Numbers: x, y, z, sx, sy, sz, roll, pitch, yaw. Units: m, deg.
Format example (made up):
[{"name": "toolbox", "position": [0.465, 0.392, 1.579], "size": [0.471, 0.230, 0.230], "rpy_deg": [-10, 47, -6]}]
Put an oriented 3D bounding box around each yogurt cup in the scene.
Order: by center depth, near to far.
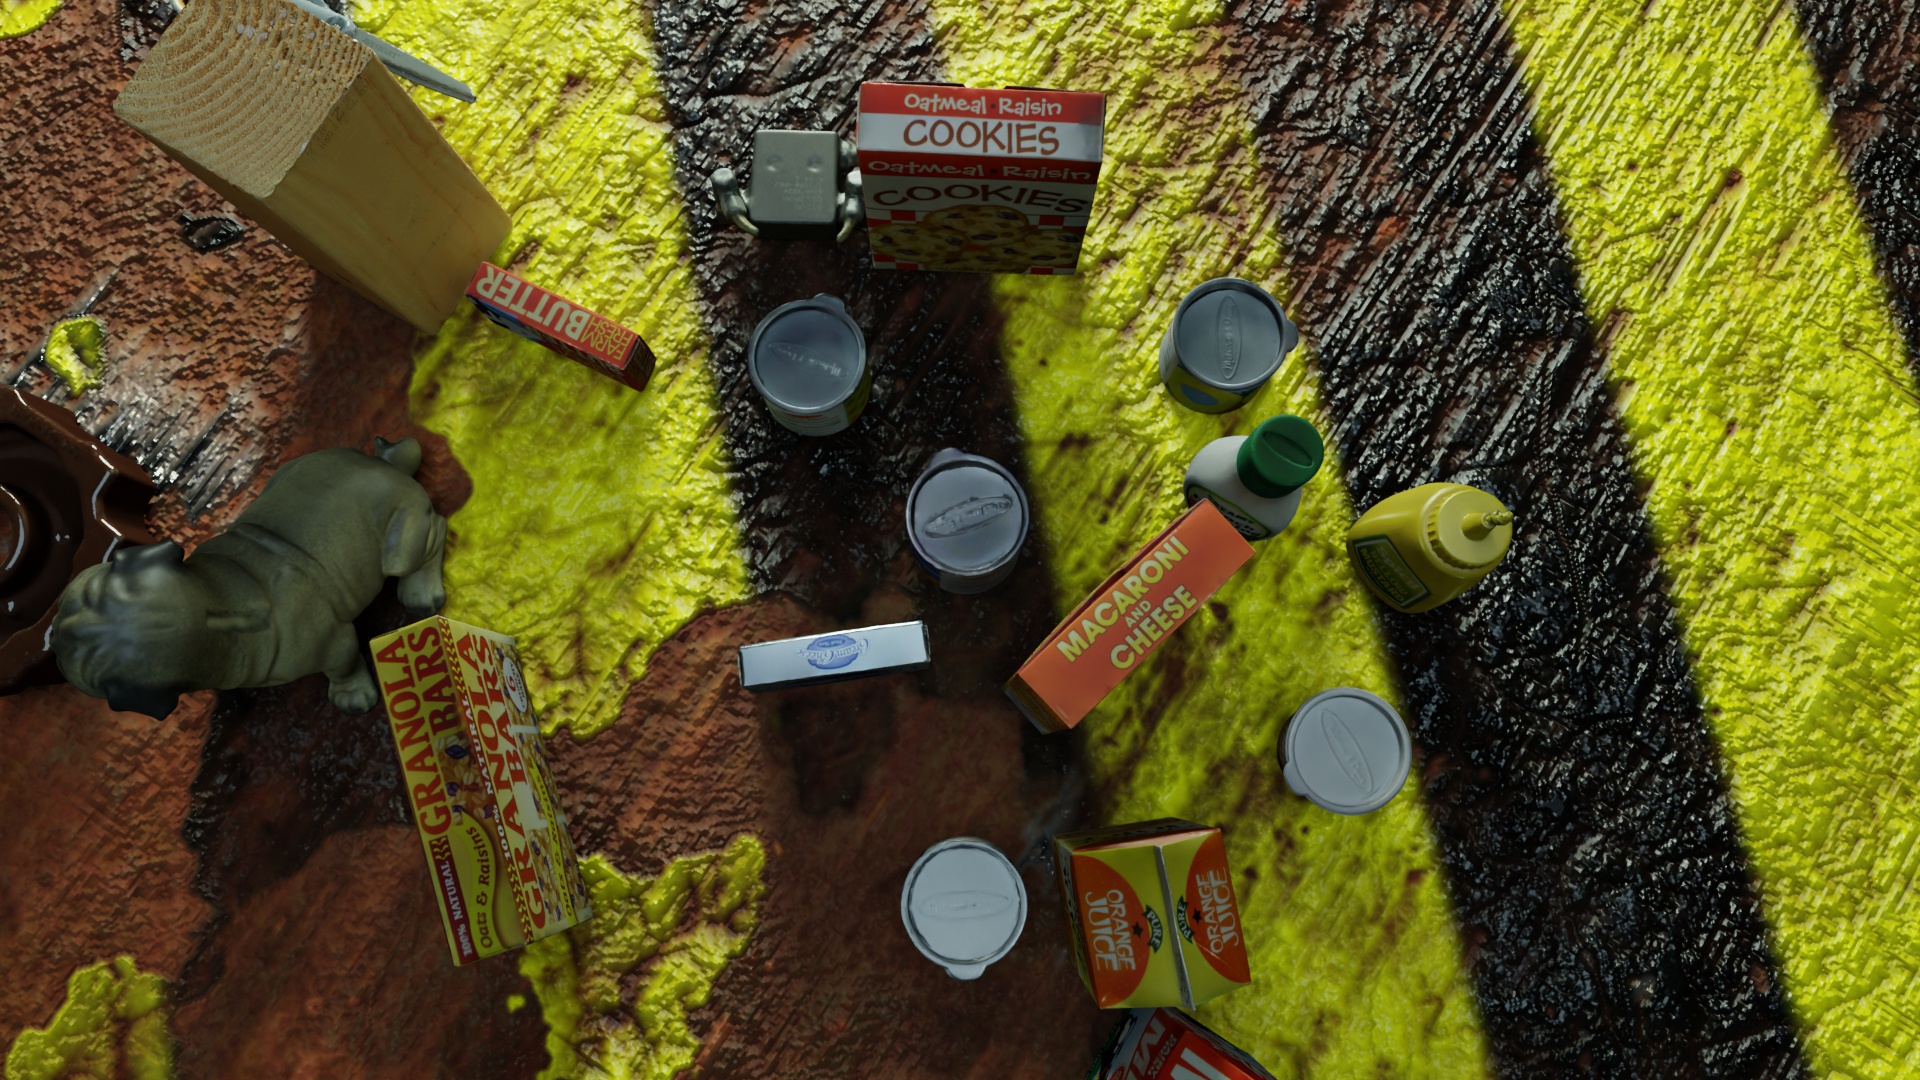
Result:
[{"name": "yogurt cup", "position": [0.208, 0.116, 0.767], "size": [0.072, 0.054, 0.072], "rpy_deg": [0, 81, -1]}]

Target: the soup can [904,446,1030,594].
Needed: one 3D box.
[{"name": "soup can", "position": [0.003, -0.010, 0.771], "size": [0.071, 0.083, 0.071], "rpy_deg": [0, 81, -1]}]

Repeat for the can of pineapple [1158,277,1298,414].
[{"name": "can of pineapple", "position": [0.153, -0.110, 0.804], "size": [0.071, 0.058, 0.071], "rpy_deg": [0, 81, -1]}]

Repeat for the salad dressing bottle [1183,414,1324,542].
[{"name": "salad dressing bottle", "position": [0.158, -0.033, 0.745], "size": [0.064, 0.147, 0.044], "rpy_deg": [34, 82, 5]}]

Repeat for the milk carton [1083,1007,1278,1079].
[{"name": "milk carton", "position": [0.112, 0.277, 0.669], "size": [0.073, 0.190, 0.072], "rpy_deg": [32, 82, 4]}]

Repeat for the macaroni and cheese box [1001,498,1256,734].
[{"name": "macaroni and cheese box", "position": [0.080, 0.045, 0.721], "size": [0.124, 0.166, 0.040], "rpy_deg": [-42, 84, -7]}]

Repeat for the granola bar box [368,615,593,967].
[{"name": "granola bar box", "position": [-0.248, 0.129, 0.724], "size": [0.039, 0.124, 0.165], "rpy_deg": [-18, 81, -3]}]

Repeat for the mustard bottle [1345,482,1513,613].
[{"name": "mustard bottle", "position": [0.252, 0.000, 0.734], "size": [0.049, 0.160, 0.065], "rpy_deg": [-36, 83, -6]}]

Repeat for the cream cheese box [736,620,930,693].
[{"name": "cream cheese box", "position": [-0.068, 0.065, 0.773], "size": [0.104, 0.053, 0.024], "rpy_deg": [-8, 81, -2]}]

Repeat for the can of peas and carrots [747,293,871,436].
[{"name": "can of peas and carrots", "position": [-0.085, -0.100, 0.799], "size": [0.071, 0.058, 0.071], "rpy_deg": [0, 81, -1]}]

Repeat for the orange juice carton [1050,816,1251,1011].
[{"name": "orange juice carton", "position": [0.091, 0.180, 0.685], "size": [0.073, 0.192, 0.072], "rpy_deg": [-9, 81, -2]}]

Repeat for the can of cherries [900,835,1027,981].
[{"name": "can of cherries", "position": [0.001, 0.196, 0.749], "size": [0.071, 0.058, 0.071], "rpy_deg": [0, 81, -1]}]

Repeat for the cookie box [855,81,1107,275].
[{"name": "cookie box", "position": [0.010, -0.194, 0.761], "size": [0.123, 0.167, 0.040], "rpy_deg": [2, 81, 0]}]

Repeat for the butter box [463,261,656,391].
[{"name": "butter box", "position": [-0.229, -0.123, 0.804], "size": [0.103, 0.053, 0.024], "rpy_deg": [25, 82, 4]}]
